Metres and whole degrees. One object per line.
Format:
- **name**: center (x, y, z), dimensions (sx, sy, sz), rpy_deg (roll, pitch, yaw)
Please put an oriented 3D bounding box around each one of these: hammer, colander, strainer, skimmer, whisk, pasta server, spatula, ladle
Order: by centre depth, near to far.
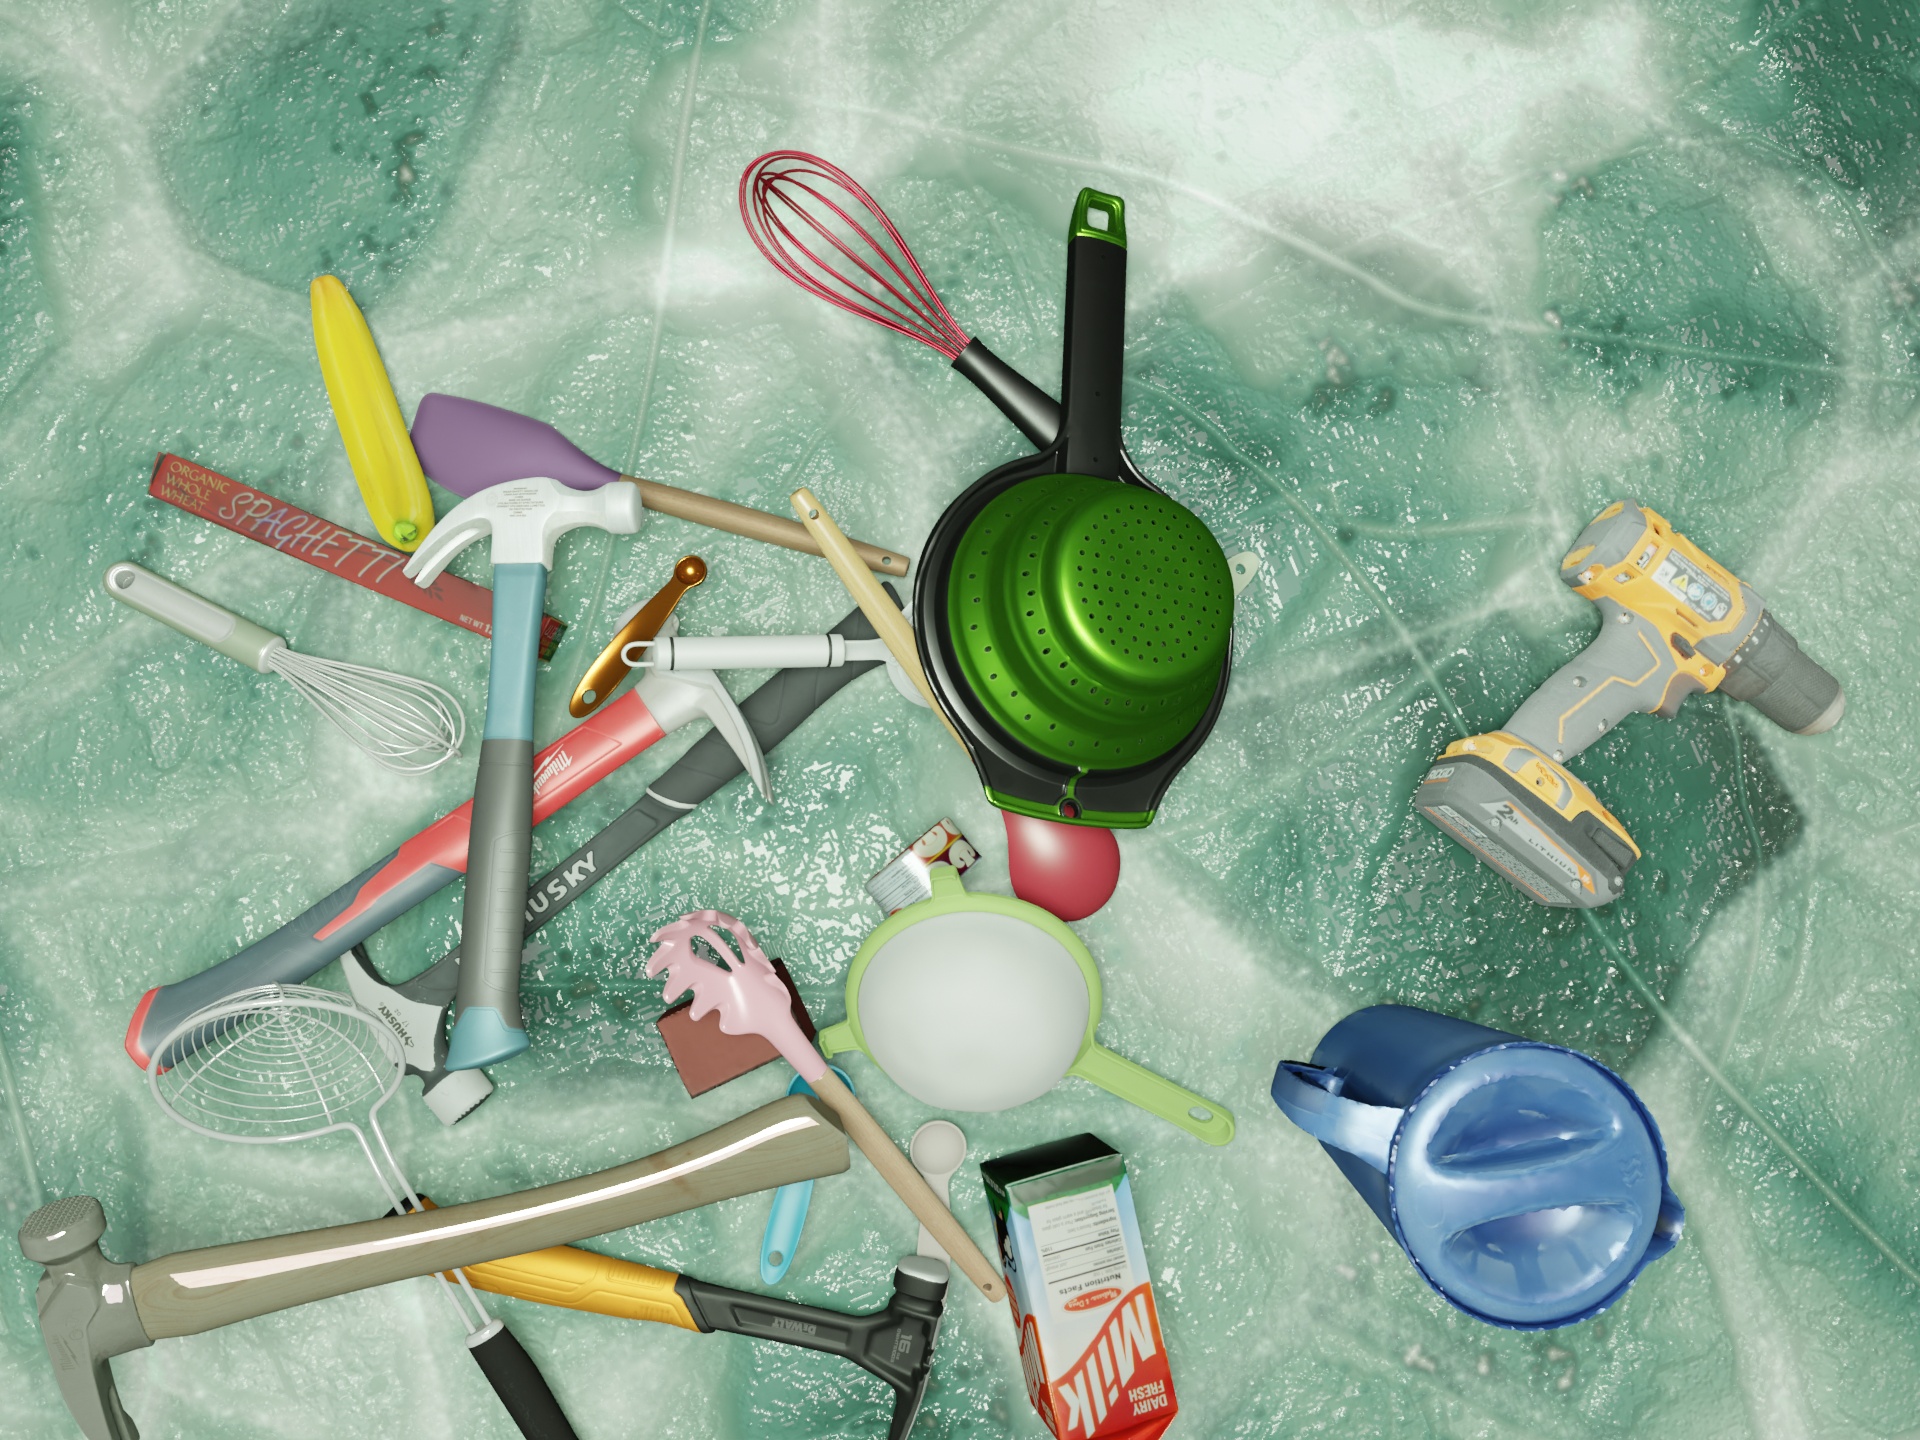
- **hammer**: center (-0.260, 0.281, 0.845), dimensions (0.410, 0.038, 0.146), rpy_deg (-11, 105, -11)
- **skimmer**: center (-0.304, 0.302, 0.874), dimensions (0.127, 0.090, 0.363), rpy_deg (-28, 96, 7)
- **hammer**: center (-0.250, 0.025, 0.881), dimensions (0.128, 0.033, 0.331), rpy_deg (0, 78, 2)
- **colander**: center (0.088, -0.142, 0.903), dimensions (0.204, 0.094, 0.397), rpy_deg (9, 74, -21)
- **hammer**: center (-0.294, 0.091, 0.908), dimensions (0.386, 0.038, 0.143), rpy_deg (-35, 72, -5)
- **pasta server**: center (-0.067, 0.226, 0.908), dimensions (0.060, 0.040, 0.316), rpy_deg (-33, 106, 12)
- **ladle**: center (-0.001, -0.003, 0.912), dimensions (0.069, 0.031, 0.315), rpy_deg (-37, 108, -4)
- **strainer**: center (0.052, 0.201, 0.916), dimensions (0.256, 0.069, 0.151), rpy_deg (29, 115, -12)
- **strainer**: center (-0.065, -0.039, 0.922), dimensions (0.258, 0.050, 0.086), rpy_deg (-2, 119, -17)
- **hammer**: center (-0.182, 0.347, 0.940), dimensions (0.337, 0.034, 0.127), rpy_deg (13, 92, 1)
- **whisk**: center (-0.404, -0.035, 0.949), dimensions (0.246, 0.059, 0.058), rpy_deg (26, 75, 5)
- **hammer**: center (-0.193, 0.056, 0.955), dimensions (0.409, 0.036, 0.149), rpy_deg (-40, 88, -3)
- **whisk**: center (-0.014, -0.236, 0.963), dimensions (0.295, 0.073, 0.073), rpy_deg (40, 87, -6)
- **spatula**: center (-0.184, -0.134, 0.971), dimensions (0.316, 0.018, 0.060), rpy_deg (15, 90, 1)

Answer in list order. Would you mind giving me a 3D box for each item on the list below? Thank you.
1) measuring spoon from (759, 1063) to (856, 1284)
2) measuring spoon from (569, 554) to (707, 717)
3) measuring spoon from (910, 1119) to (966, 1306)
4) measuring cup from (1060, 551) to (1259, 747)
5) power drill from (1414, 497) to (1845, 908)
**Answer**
- **measuring spoon**: center (-0.095, 0.268, 0.941), dimensions (0.042, 0.021, 0.129), rpy_deg (15, 71, 1)
- **measuring spoon**: center (-0.185, -0.047, 0.915), dimensions (0.021, 0.011, 0.117), rpy_deg (36, 84, 17)
- **measuring spoon**: center (-0.017, 0.300, 0.960), dimensions (0.034, 0.018, 0.124), rpy_deg (2, 94, -9)
- **measuring cup**: center (0.119, -0.048, 0.971), dimensions (0.167, 0.038, 0.083), rpy_deg (-41, 91, -19)
- **power drill**: center (0.405, 0.006, 0.950), dimensions (0.185, 0.084, 0.226), rpy_deg (37, 83, -1)
